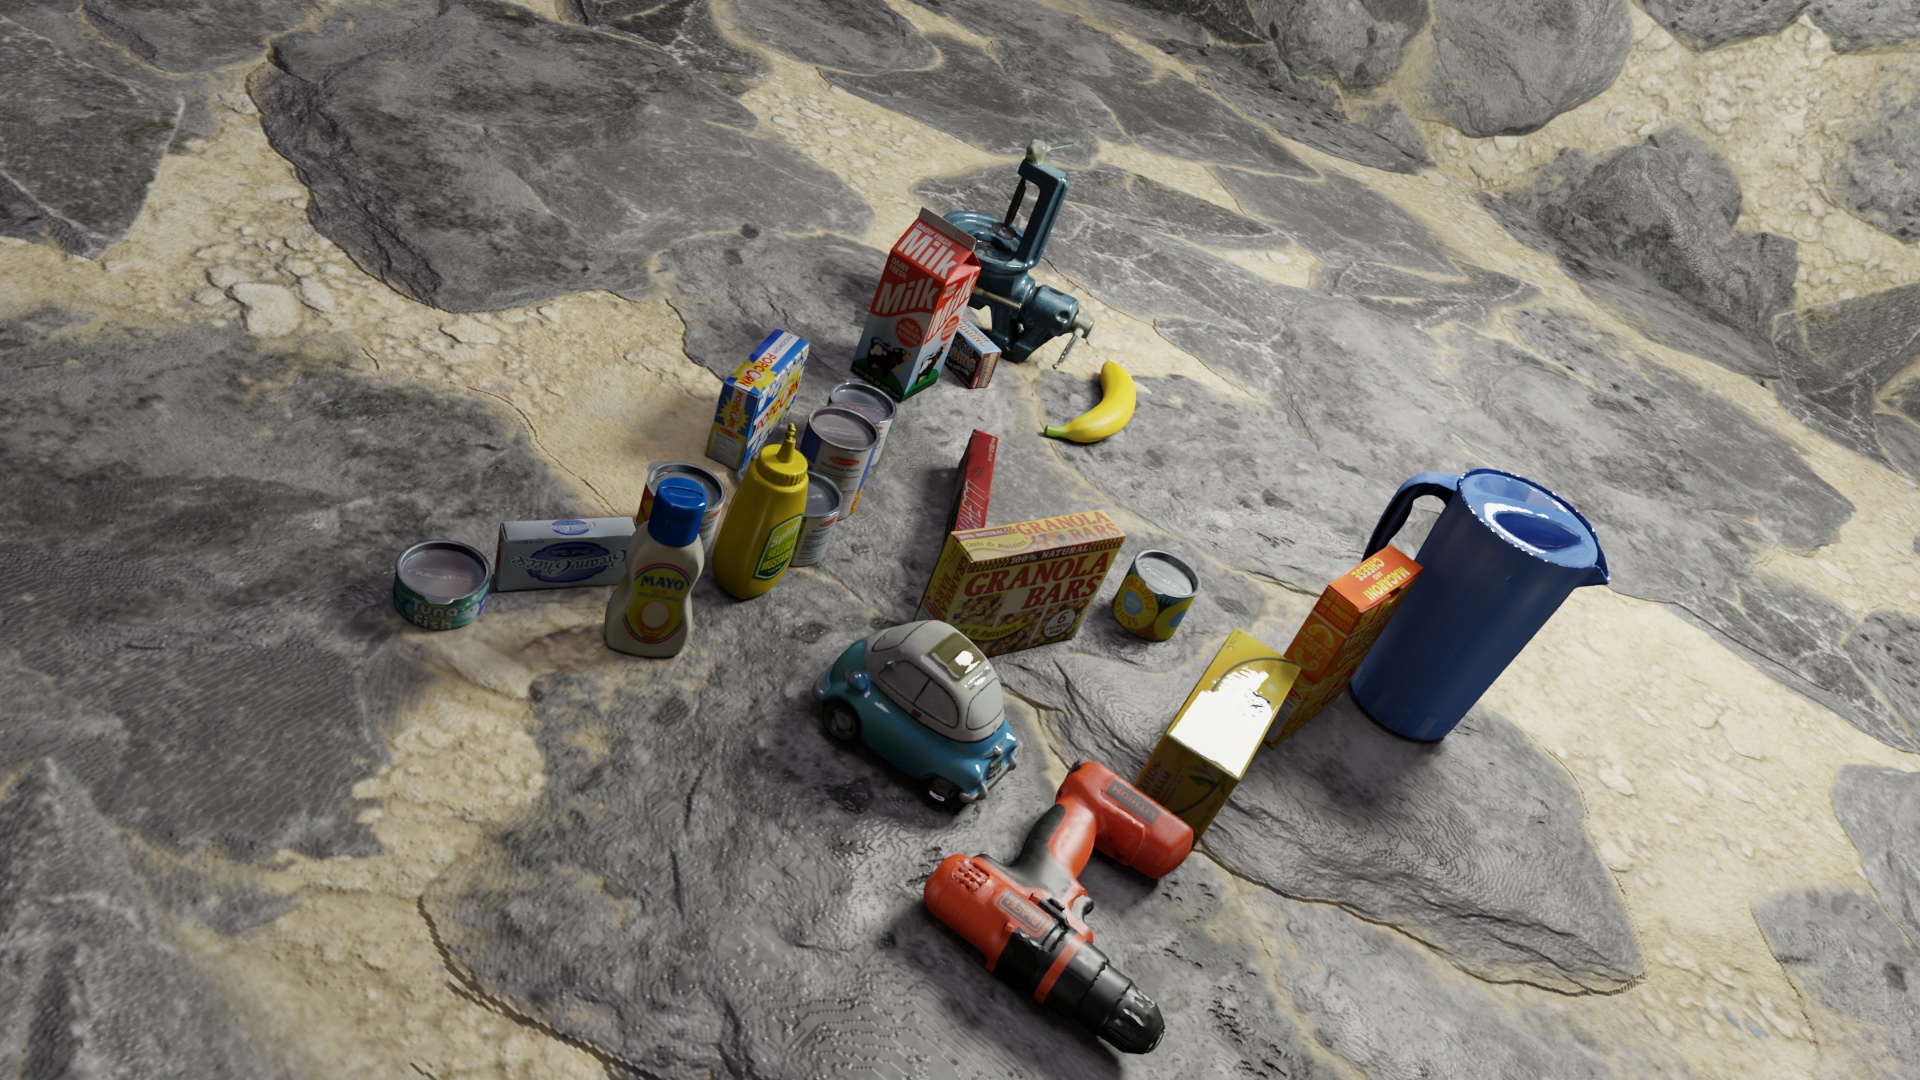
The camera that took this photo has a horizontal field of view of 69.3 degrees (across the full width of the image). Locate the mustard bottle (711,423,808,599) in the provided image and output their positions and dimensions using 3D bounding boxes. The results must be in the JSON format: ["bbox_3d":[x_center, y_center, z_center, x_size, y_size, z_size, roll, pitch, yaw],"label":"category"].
[{"bbox_3d":[-0.154,-0.026,1.112,0.049,0.159,0.065,36,37,18],"label":"mustard bottle"}]

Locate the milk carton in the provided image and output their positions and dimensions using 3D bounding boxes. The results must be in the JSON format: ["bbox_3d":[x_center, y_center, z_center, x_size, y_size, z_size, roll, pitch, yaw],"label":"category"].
[{"bbox_3d":[-0.042,-0.245,1.433,0.072,0.189,0.074,34,37,15],"label":"milk carton"}]

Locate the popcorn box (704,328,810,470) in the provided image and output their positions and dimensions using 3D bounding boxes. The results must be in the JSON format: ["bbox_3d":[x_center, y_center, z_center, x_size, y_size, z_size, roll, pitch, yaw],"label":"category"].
[{"bbox_3d":[-0.188,-0.133,1.298,0.038,0.084,0.127,25,35,3],"label":"popcorn box"}]

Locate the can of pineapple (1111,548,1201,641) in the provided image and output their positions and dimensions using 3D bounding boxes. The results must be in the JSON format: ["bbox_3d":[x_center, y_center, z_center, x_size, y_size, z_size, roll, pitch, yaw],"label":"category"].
[{"bbox_3d":[0.179,0.051,1.281,0.071,0.057,0.071,15,36,-11],"label":"can of pineapple"}]

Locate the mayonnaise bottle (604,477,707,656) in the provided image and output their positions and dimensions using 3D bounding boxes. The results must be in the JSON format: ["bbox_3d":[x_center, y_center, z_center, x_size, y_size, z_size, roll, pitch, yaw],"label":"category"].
[{"bbox_3d":[-0.220,0.021,1.025,0.065,0.147,0.041,9,37,-18],"label":"mayonnaise bottle"}]

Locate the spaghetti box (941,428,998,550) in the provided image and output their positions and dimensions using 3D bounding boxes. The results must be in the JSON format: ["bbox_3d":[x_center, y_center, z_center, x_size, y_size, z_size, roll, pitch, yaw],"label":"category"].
[{"bbox_3d":[0.005,-0.016,1.280,0.029,0.050,0.251,18,36,-6],"label":"spaghetti box"}]

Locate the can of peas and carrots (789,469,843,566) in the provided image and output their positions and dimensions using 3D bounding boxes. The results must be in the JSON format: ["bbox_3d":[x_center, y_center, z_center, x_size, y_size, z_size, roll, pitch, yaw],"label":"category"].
[{"bbox_3d":[-0.142,-0.021,1.200,0.071,0.058,0.071,15,36,-11],"label":"can of peas and carrots"}]

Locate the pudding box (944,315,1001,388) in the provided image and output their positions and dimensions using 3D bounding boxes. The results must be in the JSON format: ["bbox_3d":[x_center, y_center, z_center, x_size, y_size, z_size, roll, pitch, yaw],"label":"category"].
[{"bbox_3d":[0.004,-0.212,1.535,0.030,0.049,0.084,-13,48,-40],"label":"pudding box"}]

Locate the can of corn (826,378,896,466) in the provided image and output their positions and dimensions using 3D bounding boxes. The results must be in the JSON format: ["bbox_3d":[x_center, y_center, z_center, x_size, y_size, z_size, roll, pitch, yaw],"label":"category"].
[{"bbox_3d":[-0.102,-0.113,1.341,0.071,0.058,0.071,15,36,-11],"label":"can of corn"}]

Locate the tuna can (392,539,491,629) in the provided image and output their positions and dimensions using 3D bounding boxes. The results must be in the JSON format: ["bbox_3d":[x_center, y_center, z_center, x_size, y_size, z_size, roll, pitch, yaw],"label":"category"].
[{"bbox_3d":[-0.381,0.034,1.020,0.071,0.032,0.071,15,36,-11],"label":"tuna can"}]

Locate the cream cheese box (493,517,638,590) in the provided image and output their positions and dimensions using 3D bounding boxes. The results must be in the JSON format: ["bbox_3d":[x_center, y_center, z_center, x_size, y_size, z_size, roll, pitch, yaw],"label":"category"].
[{"bbox_3d":[-0.305,0.010,1.075,0.104,0.053,0.024,-3,43,-32],"label":"cream cheese box"}]

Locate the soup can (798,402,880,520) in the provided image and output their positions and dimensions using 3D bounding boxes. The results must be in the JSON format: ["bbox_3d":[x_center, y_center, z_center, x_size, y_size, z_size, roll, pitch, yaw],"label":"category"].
[{"bbox_3d":[-0.116,-0.071,1.257,0.071,0.083,0.072,15,36,-11],"label":"soup can"}]

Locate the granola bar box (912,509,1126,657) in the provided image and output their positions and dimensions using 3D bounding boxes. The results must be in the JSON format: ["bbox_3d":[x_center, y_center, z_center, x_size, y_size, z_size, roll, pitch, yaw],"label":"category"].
[{"bbox_3d":[0.046,0.040,1.166,0.166,0.123,0.039,-9,46,-36],"label":"granola bar box"}]

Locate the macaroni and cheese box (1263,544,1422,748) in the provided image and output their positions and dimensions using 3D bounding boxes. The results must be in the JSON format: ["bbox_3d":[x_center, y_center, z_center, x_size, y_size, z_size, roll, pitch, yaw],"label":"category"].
[{"bbox_3d":[0.325,0.093,1.213,0.040,0.165,0.124,41,39,24],"label":"macaroni and cheese box"}]

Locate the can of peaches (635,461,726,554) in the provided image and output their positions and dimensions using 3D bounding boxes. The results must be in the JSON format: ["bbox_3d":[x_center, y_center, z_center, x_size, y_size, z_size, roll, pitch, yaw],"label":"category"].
[{"bbox_3d":[-0.235,-0.025,1.154,0.071,0.057,0.071,15,36,-11],"label":"can of peaches"}]
